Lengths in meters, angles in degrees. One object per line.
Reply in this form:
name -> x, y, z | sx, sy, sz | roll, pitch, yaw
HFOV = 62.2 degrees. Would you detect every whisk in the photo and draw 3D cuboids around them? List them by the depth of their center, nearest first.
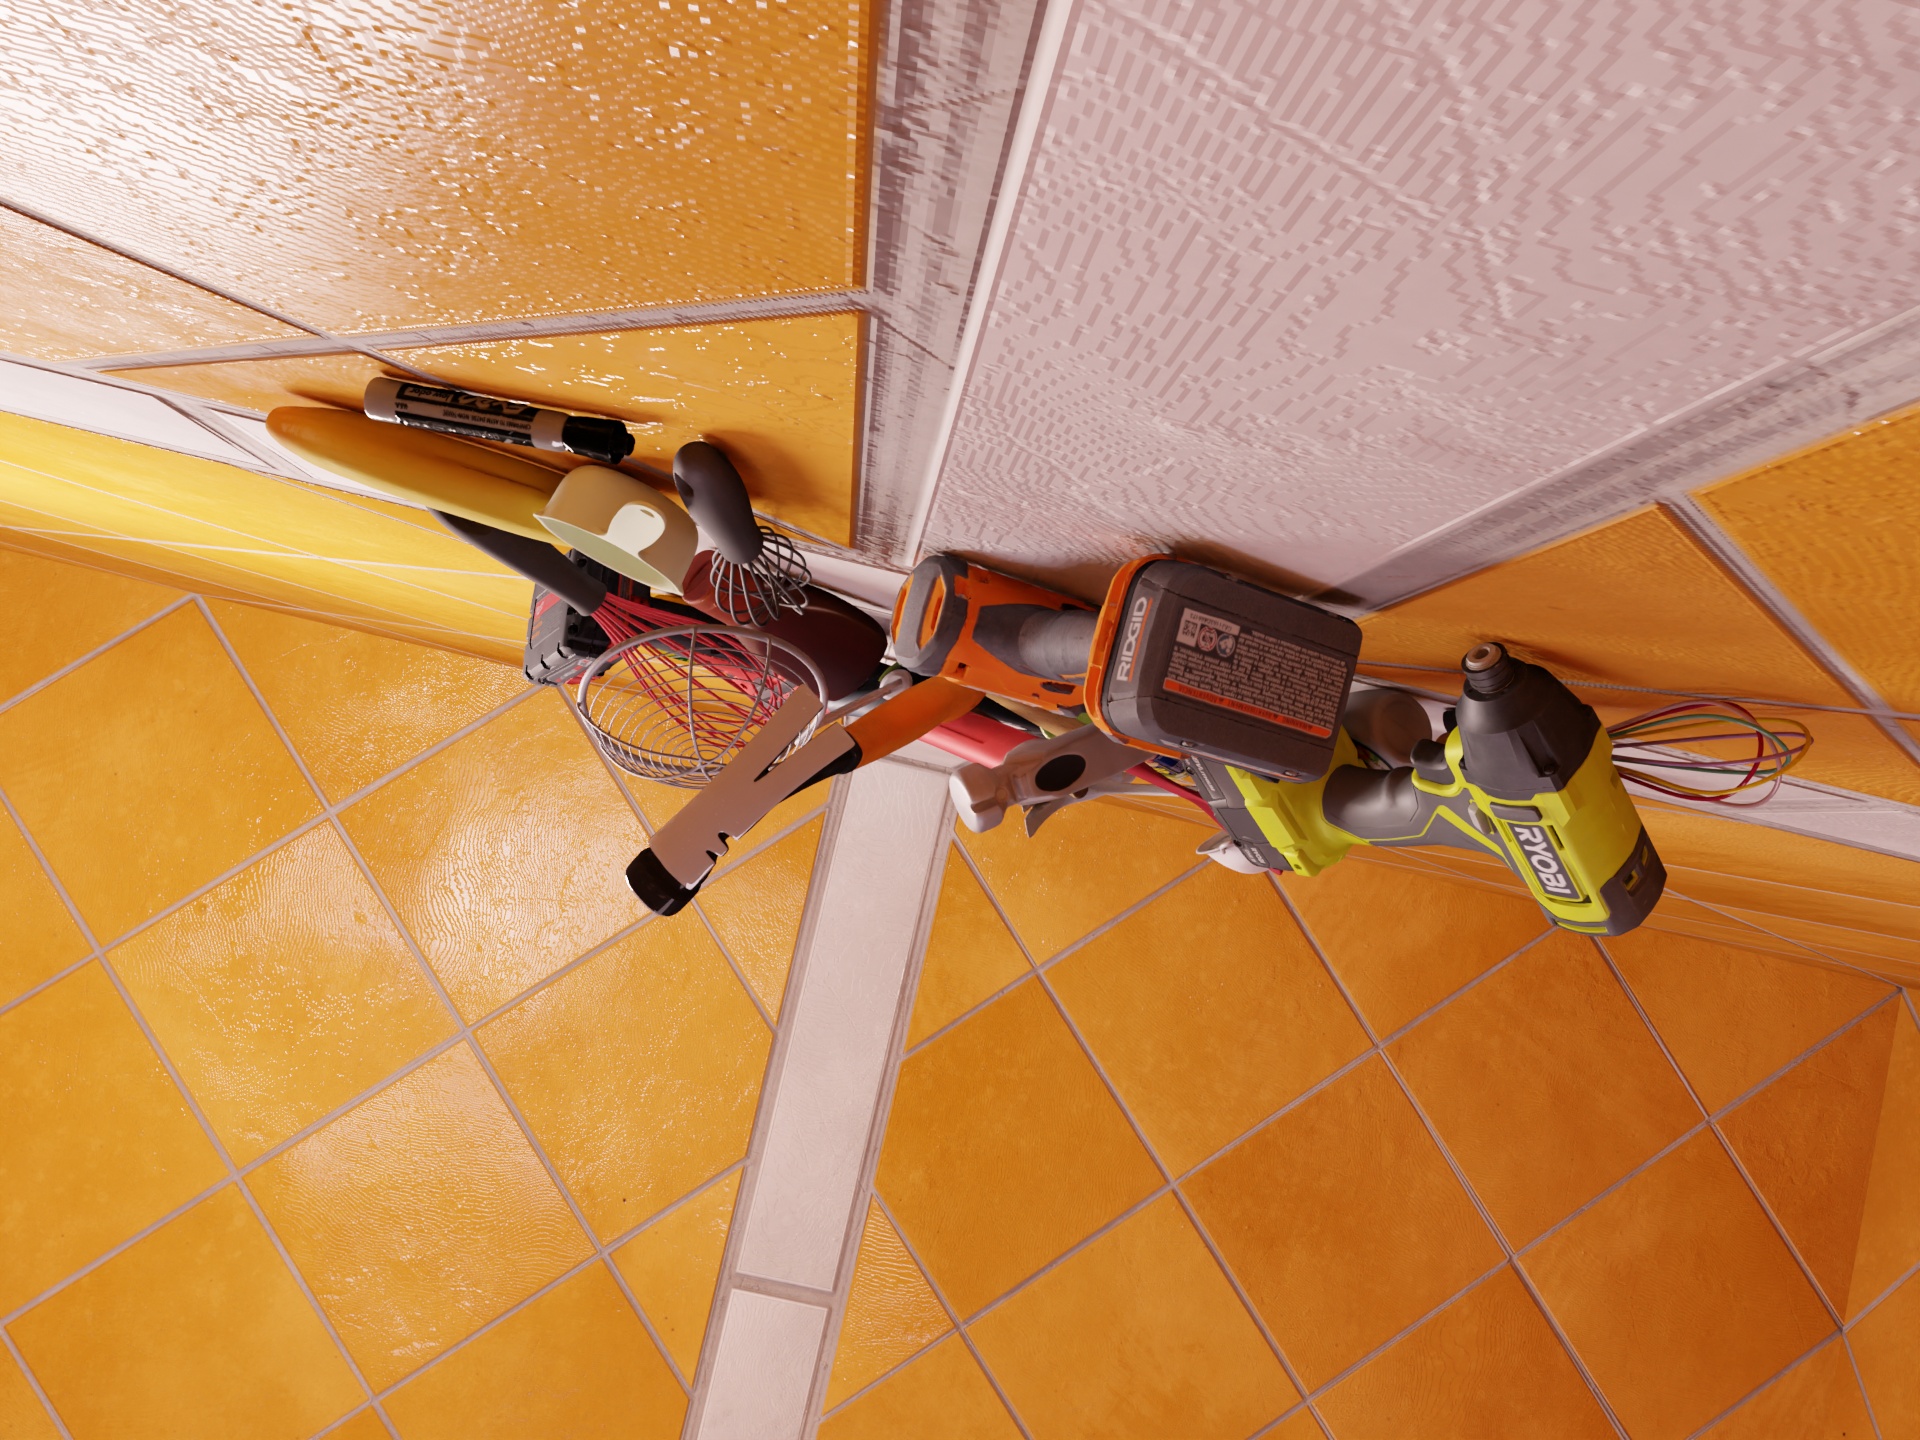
whisk -> -0.109, -0.090, 0.776 | 0.055, 0.055, 0.239 | 13, 170, 3
whisk -> 0.320, 0.016, 0.806 | 0.051, 0.047, 0.245 | 23, 171, -19
whisk -> -0.213, -0.065, 0.985 | 0.073, 0.073, 0.295 | 8, 158, 44

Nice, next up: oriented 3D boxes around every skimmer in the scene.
skimmer -> -0.079, -0.034, 0.942 | 0.127, 0.090, 0.363 | -30, 179, 27

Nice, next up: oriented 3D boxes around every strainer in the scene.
strainer -> 0.244, 0.071, 1.274 | 0.087, 0.050, 0.258 | -23, -171, 24

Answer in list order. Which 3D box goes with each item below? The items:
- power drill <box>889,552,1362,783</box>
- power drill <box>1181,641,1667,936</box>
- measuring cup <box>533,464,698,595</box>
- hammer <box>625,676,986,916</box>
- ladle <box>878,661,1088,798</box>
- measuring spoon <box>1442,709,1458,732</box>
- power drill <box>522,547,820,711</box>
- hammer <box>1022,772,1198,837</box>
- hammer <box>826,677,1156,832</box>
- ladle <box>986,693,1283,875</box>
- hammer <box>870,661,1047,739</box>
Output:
power drill -> 0.085, -0.028, 0.772 | 0.164, 0.084, 0.227 | 15, 179, -30
power drill -> 0.227, 0.024, 0.817 | 0.223, 0.080, 0.171 | 5, 139, 51
measuring cup -> -0.152, -0.099, 0.753 | 0.083, 0.038, 0.167 | 29, 169, -17
hammer -> -0.047, 0.006, 0.830 | 0.034, 0.127, 0.337 | 48, -158, 4
ladle -> 0.015, 0.012, 1.147 | 0.078, 0.062, 0.320 | -18, -158, -18
measuring spoon -> 0.300, 0.001, 0.895 | 0.034, 0.018, 0.124 | 13, 175, 3
power drill -> -0.192, -0.053, 1.145 | 0.219, 0.079, 0.143 | 12, 164, -29
hammer -> 0.217, 0.057, 1.184 | 0.144, 0.035, 0.406 | -22, -166, -41
hammer -> -0.002, -0.003, 1.068 | 0.143, 0.038, 0.386 | -22, -164, -18
ladle -> 0.094, 0.017, 1.122 | 0.315, 0.031, 0.069 | 30, 174, 5
hammer -> -0.032, -0.027, 1.384 | 0.334, 0.035, 0.146 | 15, 174, -25
